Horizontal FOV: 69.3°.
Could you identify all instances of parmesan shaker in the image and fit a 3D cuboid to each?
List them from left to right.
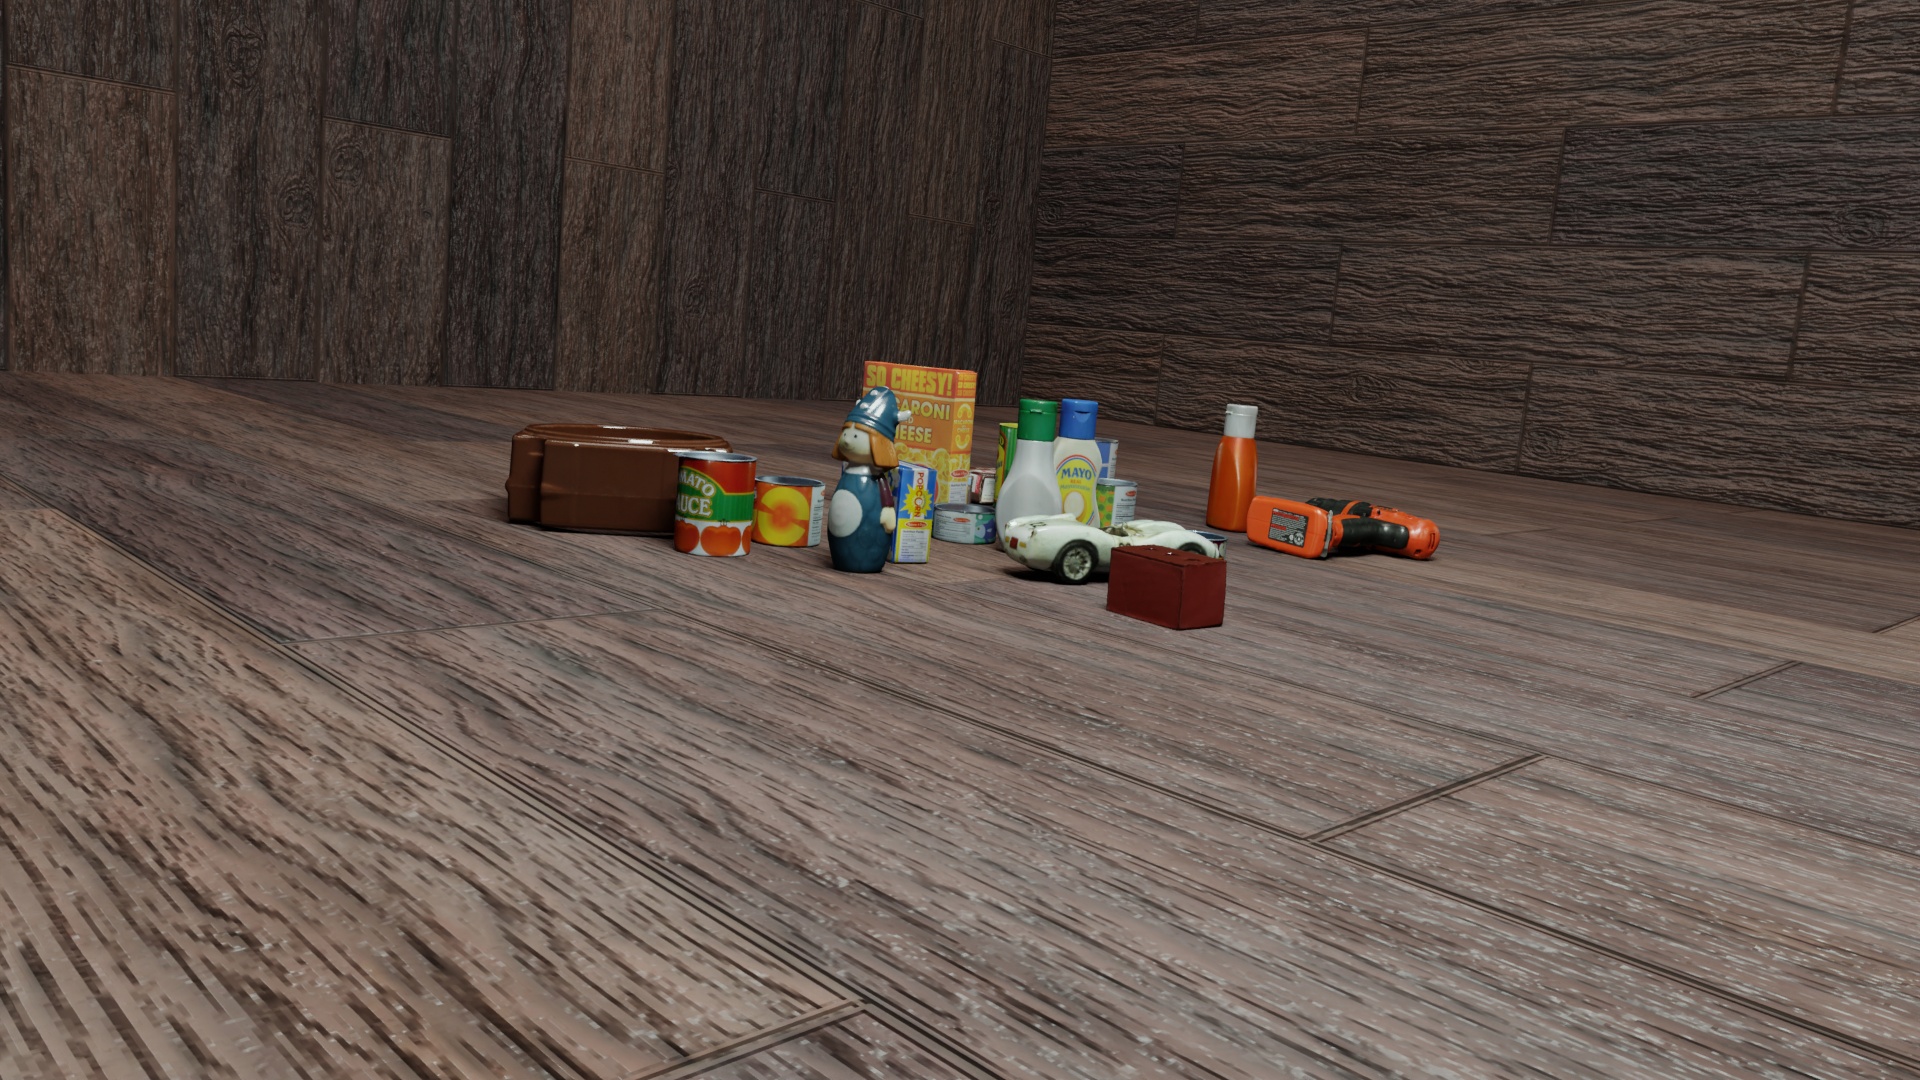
[{"bbox_3d":[0.074,-0.084,1.636,0.071,0.103,0.071,5,8,-1],"label":"parmesan shaker"}]

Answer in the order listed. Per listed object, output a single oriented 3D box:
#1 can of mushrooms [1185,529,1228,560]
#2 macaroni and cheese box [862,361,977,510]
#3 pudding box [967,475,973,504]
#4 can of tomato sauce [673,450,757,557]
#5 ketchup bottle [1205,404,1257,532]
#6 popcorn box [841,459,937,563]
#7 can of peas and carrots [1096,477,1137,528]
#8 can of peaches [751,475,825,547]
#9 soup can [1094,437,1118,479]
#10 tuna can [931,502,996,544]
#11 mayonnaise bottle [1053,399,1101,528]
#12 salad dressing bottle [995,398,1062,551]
[{"bbox_3d":[0.220,0.009,1.335,0.071,0.033,0.071,5,8,-1],"label":"can of mushrooms"},{"bbox_3d":[-0.049,-0.100,1.457,0.124,0.166,0.040,10,10,34],"label":"macaroni and cheese box"},{"bbox_3d":[-0.030,-0.052,1.543,0.084,0.049,0.030,5,8,-2],"label":"pudding box"},{"bbox_3d":[-0.212,-0.032,1.187,0.071,0.083,0.071,5,8,-1],"label":"can of tomato sauce"},{"bbox_3d":[0.326,-0.087,1.650,0.043,0.148,0.065,1,9,-25],"label":"ketchup bottle"},{"bbox_3d":[-0.069,-0.032,1.263,0.038,0.085,0.127,1,9,-29],"label":"popcorn box"},{"bbox_3d":[0.157,-0.037,1.526,0.071,0.058,0.071,5,8,-1],"label":"can of peas and carrots"},{"bbox_3d":[-0.161,-0.027,1.272,0.071,0.058,0.071,5,8,-1],"label":"can of peaches"},{"bbox_3d":[0.166,-0.092,1.813,0.071,0.083,0.071,5,8,-1],"label":"soup can"},{"bbox_3d":[0.005,-0.017,1.390,0.071,0.032,0.071,5,8,-1],"label":"tuna can"},{"bbox_3d":[0.112,-0.066,1.388,0.065,0.147,0.041,4,8,-8],"label":"mayonnaise bottle"},{"bbox_3d":[0.068,-0.060,1.324,0.064,0.147,0.044,6,8,8],"label":"salad dressing bottle"}]
